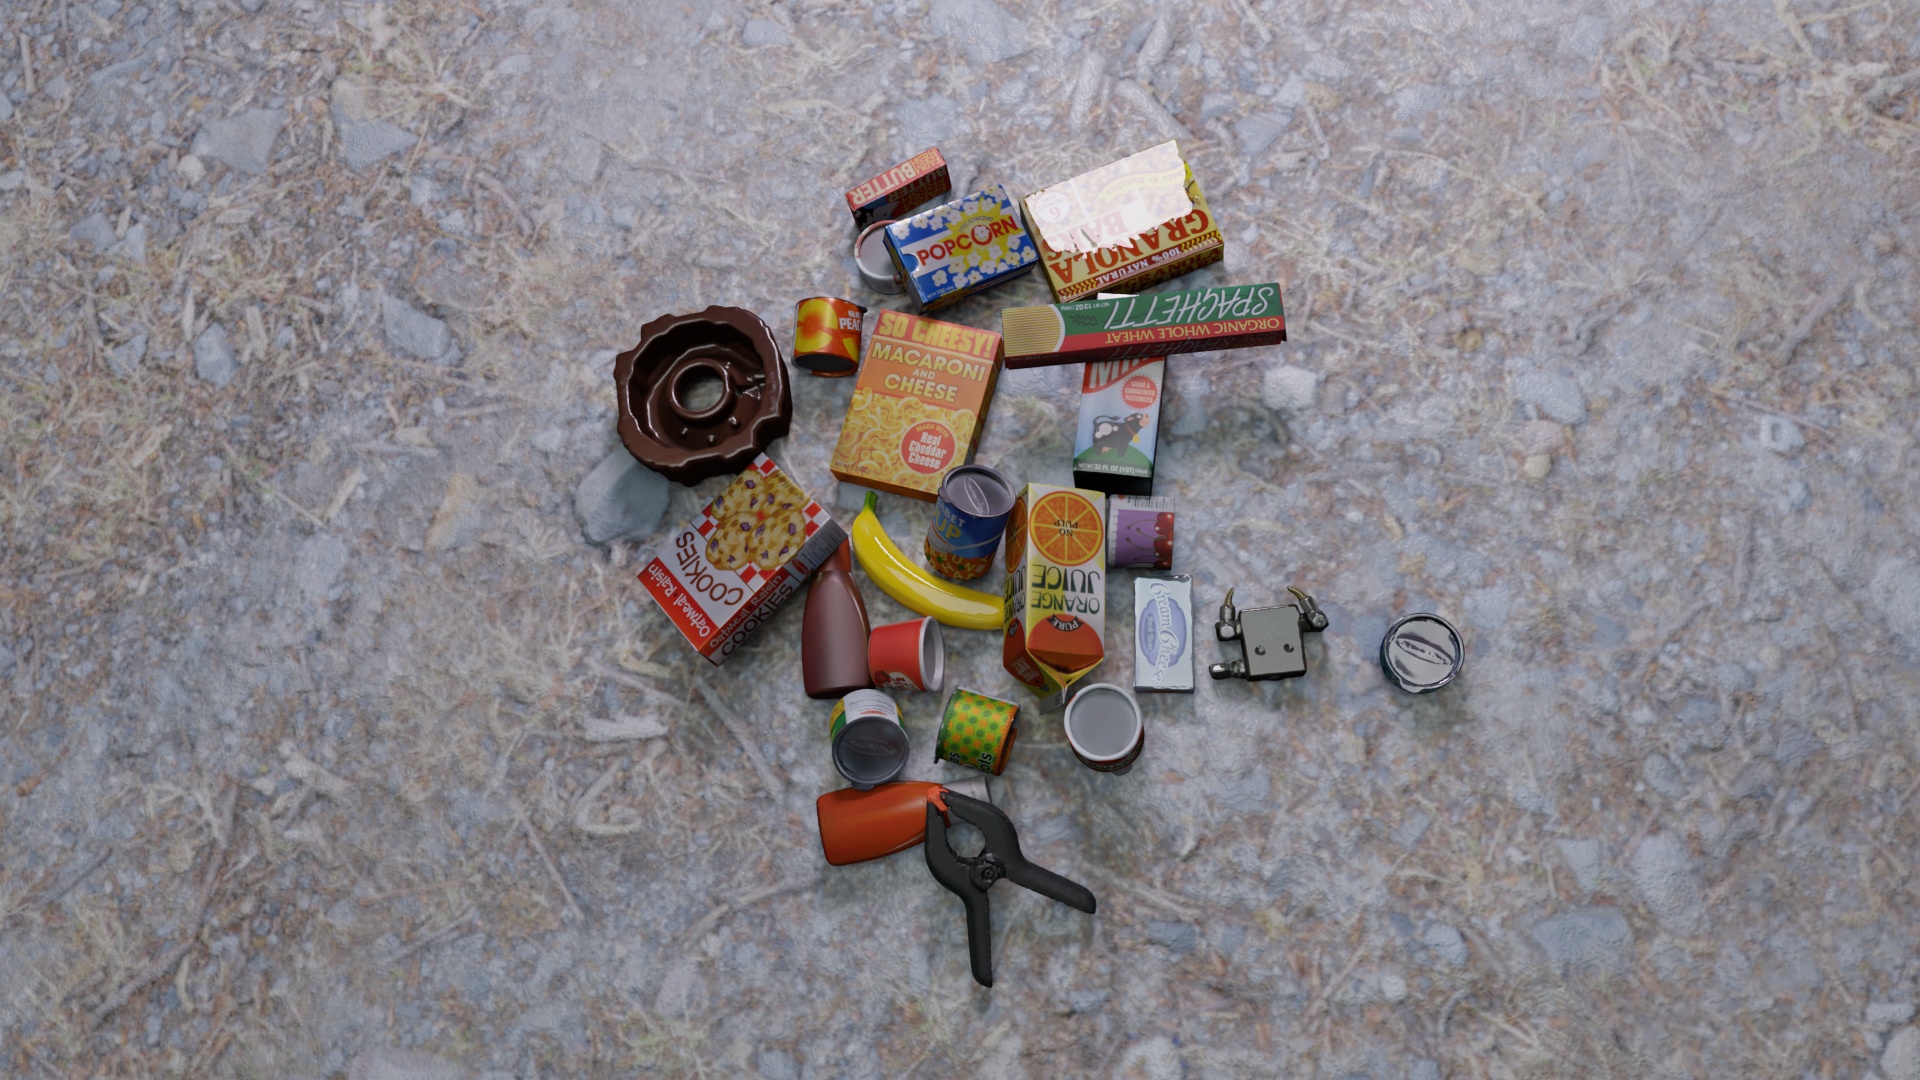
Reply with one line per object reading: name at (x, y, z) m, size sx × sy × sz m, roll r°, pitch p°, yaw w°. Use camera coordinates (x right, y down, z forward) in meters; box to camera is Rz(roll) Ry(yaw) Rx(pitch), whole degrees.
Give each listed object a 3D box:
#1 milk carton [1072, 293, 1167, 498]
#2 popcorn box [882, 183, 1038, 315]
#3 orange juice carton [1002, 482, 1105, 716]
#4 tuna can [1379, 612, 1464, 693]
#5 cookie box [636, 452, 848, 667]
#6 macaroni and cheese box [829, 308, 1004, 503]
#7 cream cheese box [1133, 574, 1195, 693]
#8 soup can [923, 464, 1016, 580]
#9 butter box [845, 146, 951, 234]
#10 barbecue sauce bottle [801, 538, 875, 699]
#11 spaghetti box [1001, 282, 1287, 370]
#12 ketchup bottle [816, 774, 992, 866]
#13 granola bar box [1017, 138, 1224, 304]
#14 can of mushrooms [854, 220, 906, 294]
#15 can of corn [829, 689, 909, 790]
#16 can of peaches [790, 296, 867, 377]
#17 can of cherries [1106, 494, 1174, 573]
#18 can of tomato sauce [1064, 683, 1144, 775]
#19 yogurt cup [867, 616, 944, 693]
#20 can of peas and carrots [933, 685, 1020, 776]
milk carton at (0.150, -0.138, 1.271) m, size 0.072 × 0.073 × 0.191 m, roll 5°, pitch 74°, yaw 9°
popcorn box at (0.000, -0.278, 1.328) m, size 0.127 × 0.038 × 0.085 m, roll -24°, pitch 84°, yaw -16°
orange juice carton at (0.081, 0.053, 1.211) m, size 0.073 × 0.071 × 0.193 m, roll 7°, pitch 71°, yaw -14°
tuna can at (0.394, 0.099, 1.190) m, size 0.071 × 0.032 × 0.071 m, roll -2°, pitch 74°, yaw 7°
cookie box at (-0.200, 0.016, 1.268) m, size 0.167 × 0.040 × 0.123 m, roll -45°, pitch 51°, yaw -4°
macaroni and cheese box at (-0.039, -0.125, 1.310) m, size 0.124 × 0.040 × 0.167 m, roll 14°, pitch 77°, yaw 12°
cream cheese box at (0.180, 0.083, 1.228) m, size 0.053 × 0.024 × 0.104 m, roll 0°, pitch 74°, yaw 7°
soup can at (0.004, -0.016, 1.237) m, size 0.071 × 0.083 × 0.072 m, roll 10°, pitch 44°, yaw -9°
butter box at (-0.061, -0.345, 1.370) m, size 0.103 × 0.053 × 0.024 m, roll -28°, pitch 75°, yaw -1°
barbecue sauce bottle at (-0.114, 0.067, 1.262) m, size 0.065 × 0.043 × 0.149 m, roll -7°, pitch 72°, yaw 5°
spaghetti box at (0.161, -0.190, 1.231) m, size 0.250 × 0.028 × 0.050 m, roll -5°, pitch 71°, yaw 5°
ketchup bottle at (-0.047, 0.237, 1.203) m, size 0.149 × 0.043 × 0.065 m, roll -13°, pitch 76°, yaw 4°
granola bar box at (0.153, -0.300, 1.335) m, size 0.165 × 0.039 × 0.124 m, roll -21°, pitch 73°, yaw 2°
can of mushrooms at (-0.068, -0.280, 1.363) m, size 0.071 × 0.033 × 0.071 m, roll -2°, pitch 74°, yaw 8°
can of corn at (-0.081, 0.172, 1.207) m, size 0.071 × 0.058 × 0.071 m, roll -2°, pitch 108°, yaw -7°
can of peaches at (-0.125, -0.194, 1.327) m, size 0.071 × 0.071 × 0.058 m, roll 2°, pitch 75°, yaw 8°
can of cherries at (0.160, -0.005, 1.236) m, size 0.058 × 0.071 × 0.071 m, roll 3°, pitch 75°, yaw 8°
can of tomato sauce at (0.123, 0.162, 1.182) m, size 0.071 × 0.083 × 0.071 m, roll -2°, pitch 74°, yaw 7°
yogurt cup at (-0.049, 0.102, 1.233) m, size 0.054 × 0.072 × 0.072 m, roll -4°, pitch 74°, yaw 15°
can of peas and carrots at (0.015, 0.167, 1.203) m, size 0.059 × 0.071 × 0.071 m, roll 15°, pitch 77°, yaw 11°
